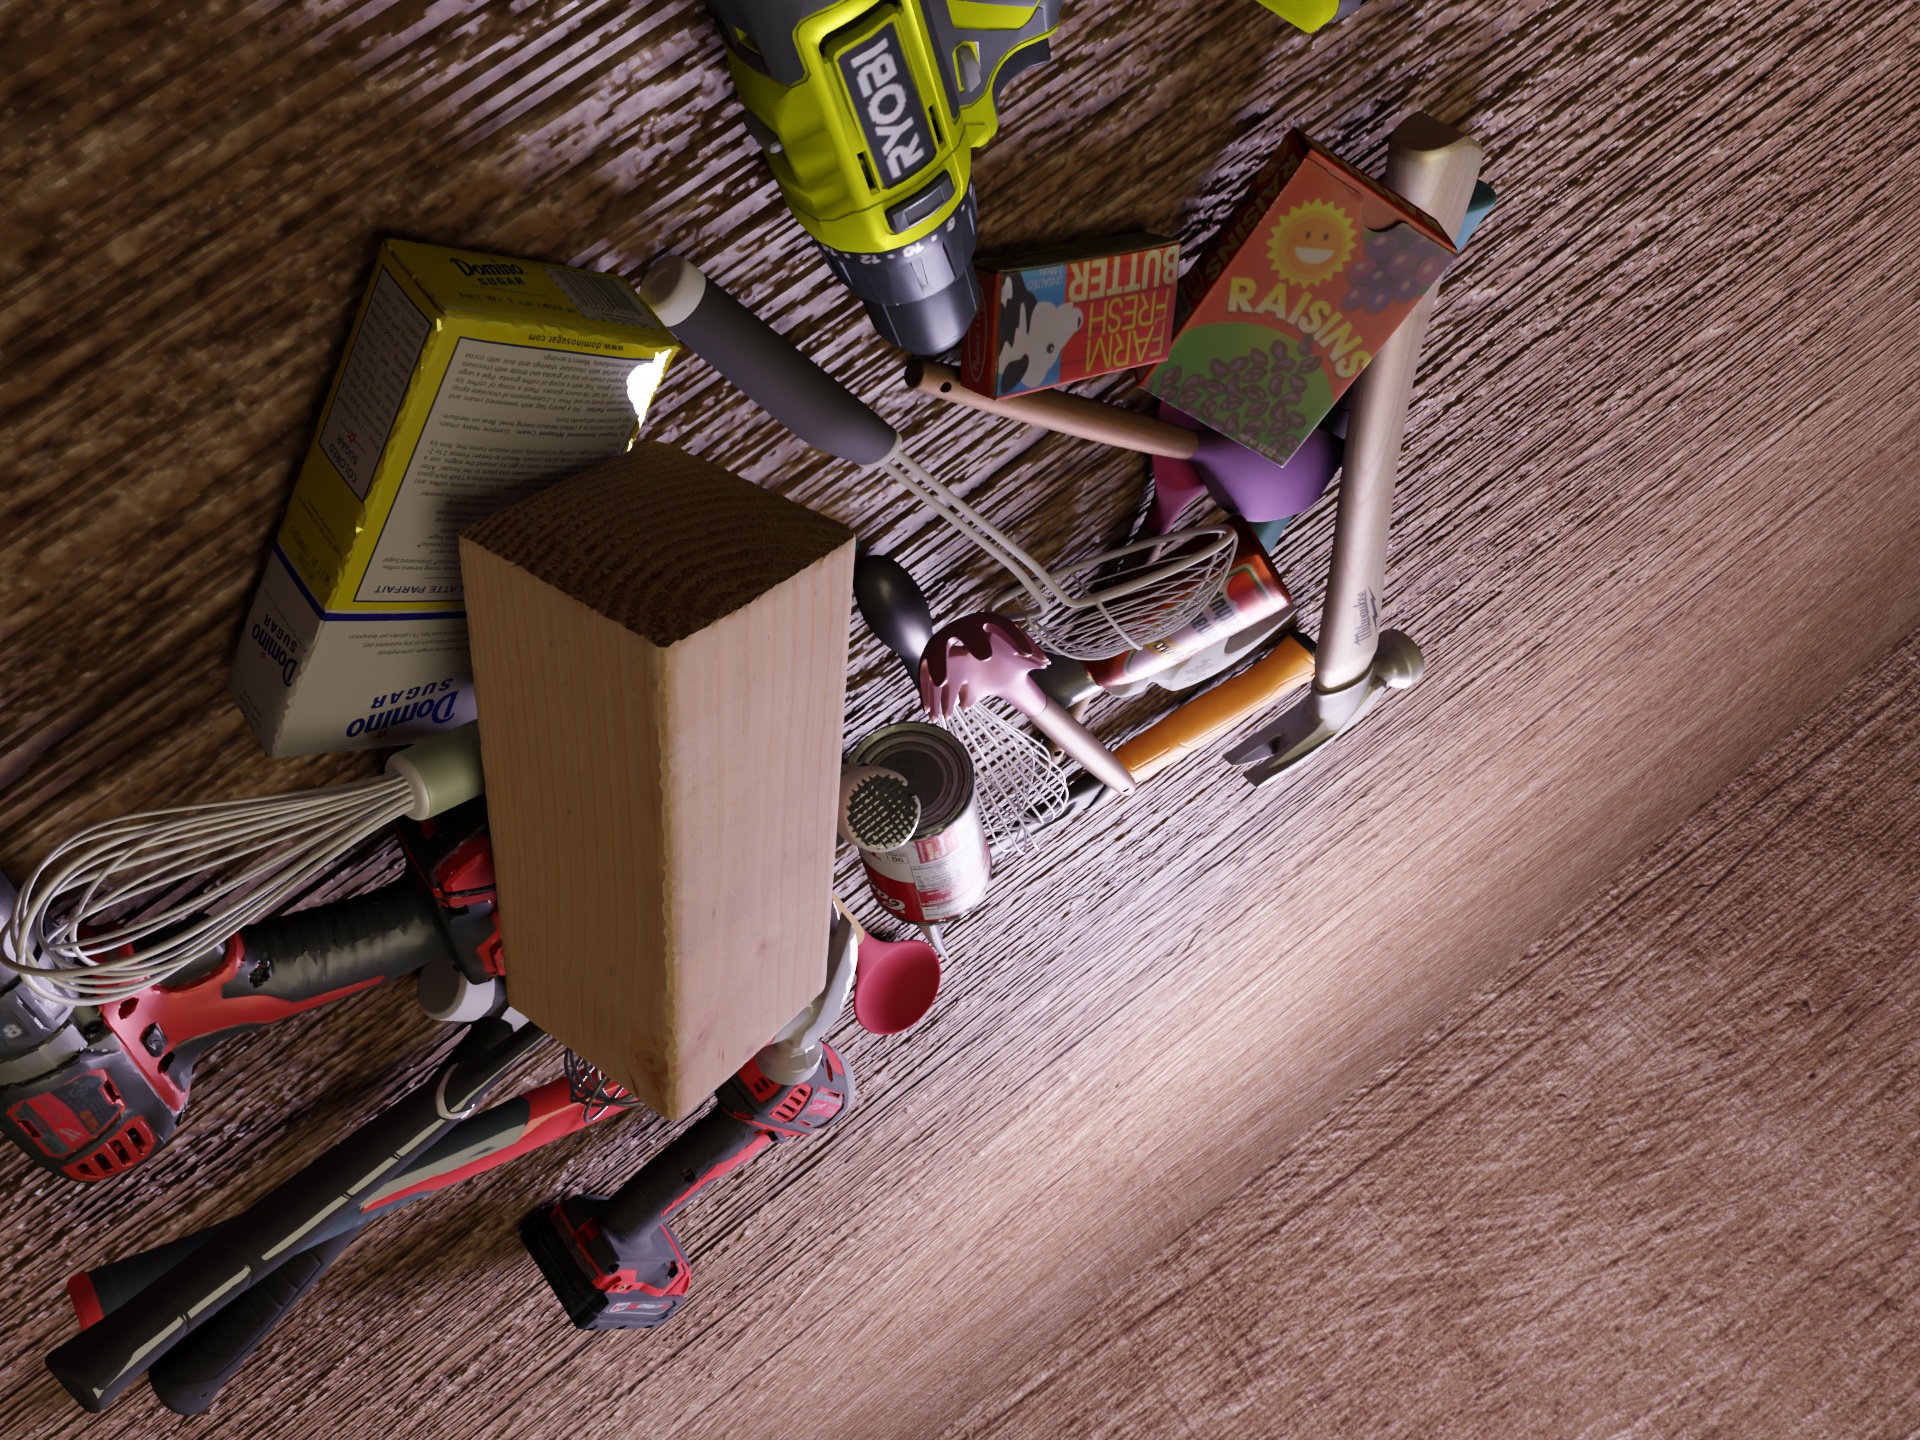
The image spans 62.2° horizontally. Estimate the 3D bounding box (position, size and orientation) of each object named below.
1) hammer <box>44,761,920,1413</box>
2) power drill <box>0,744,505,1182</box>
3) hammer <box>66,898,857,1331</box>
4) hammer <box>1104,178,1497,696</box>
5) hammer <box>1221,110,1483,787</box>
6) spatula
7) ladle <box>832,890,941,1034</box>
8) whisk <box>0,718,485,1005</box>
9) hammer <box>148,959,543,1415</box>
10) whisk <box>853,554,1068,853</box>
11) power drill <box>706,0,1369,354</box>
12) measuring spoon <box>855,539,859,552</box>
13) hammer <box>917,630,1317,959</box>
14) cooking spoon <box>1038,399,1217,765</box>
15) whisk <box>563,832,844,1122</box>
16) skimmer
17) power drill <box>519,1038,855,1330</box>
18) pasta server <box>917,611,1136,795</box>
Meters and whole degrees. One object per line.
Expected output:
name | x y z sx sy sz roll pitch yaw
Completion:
hammer | -0.201 0.144 0.685 0.409 0.036 0.149 -37 -165 -16
power drill | -0.261 0.070 0.585 0.226 0.080 0.187 -25 148 -22
hammer | -0.221 0.192 0.774 0.386 0.038 0.143 -18 143 -34
hammer | 0.191 -0.147 0.884 0.128 0.033 0.330 -13 141 -41
hammer | 0.212 -0.124 0.850 0.146 0.038 0.410 -33 145 -19
spatula | 0.091 -0.134 0.759 0.315 0.018 0.059 3 127 -46
ladle | -0.072 0.122 0.949 0.069 0.031 0.315 -48 152 -11
whisk | -0.192 0.026 0.534 0.246 0.059 0.057 -29 127 -43
hammer | -0.305 0.243 0.821 0.334 0.035 0.146 -47 151 12
whisk | -0.002 -0.002 0.829 0.070 0.070 0.284 -39 147 -5
power drill | 0.035 -0.233 0.516 0.228 0.080 0.190 -36 152 -5
measuring spoon | -0.096 -0.052 0.682 0.128 0.021 0.042 -35 153 -31
hammer | 0.108 0.035 1.041 0.337 0.034 0.127 -30 150 -21
cooking spoon | 0.096 -0.086 0.868 0.068 0.017 0.318 -5 138 -27
whisk | -0.111 0.102 0.785 0.239 0.055 0.055 -50 162 -36
skimmer | 0.001 -0.113 0.678 0.127 0.090 0.363 -12 154 32
power drill | -0.162 0.290 1.031 0.219 0.079 0.143 -45 153 1
pasta server | 0.049 0.004 0.833 0.060 0.040 0.316 -29 156 11
